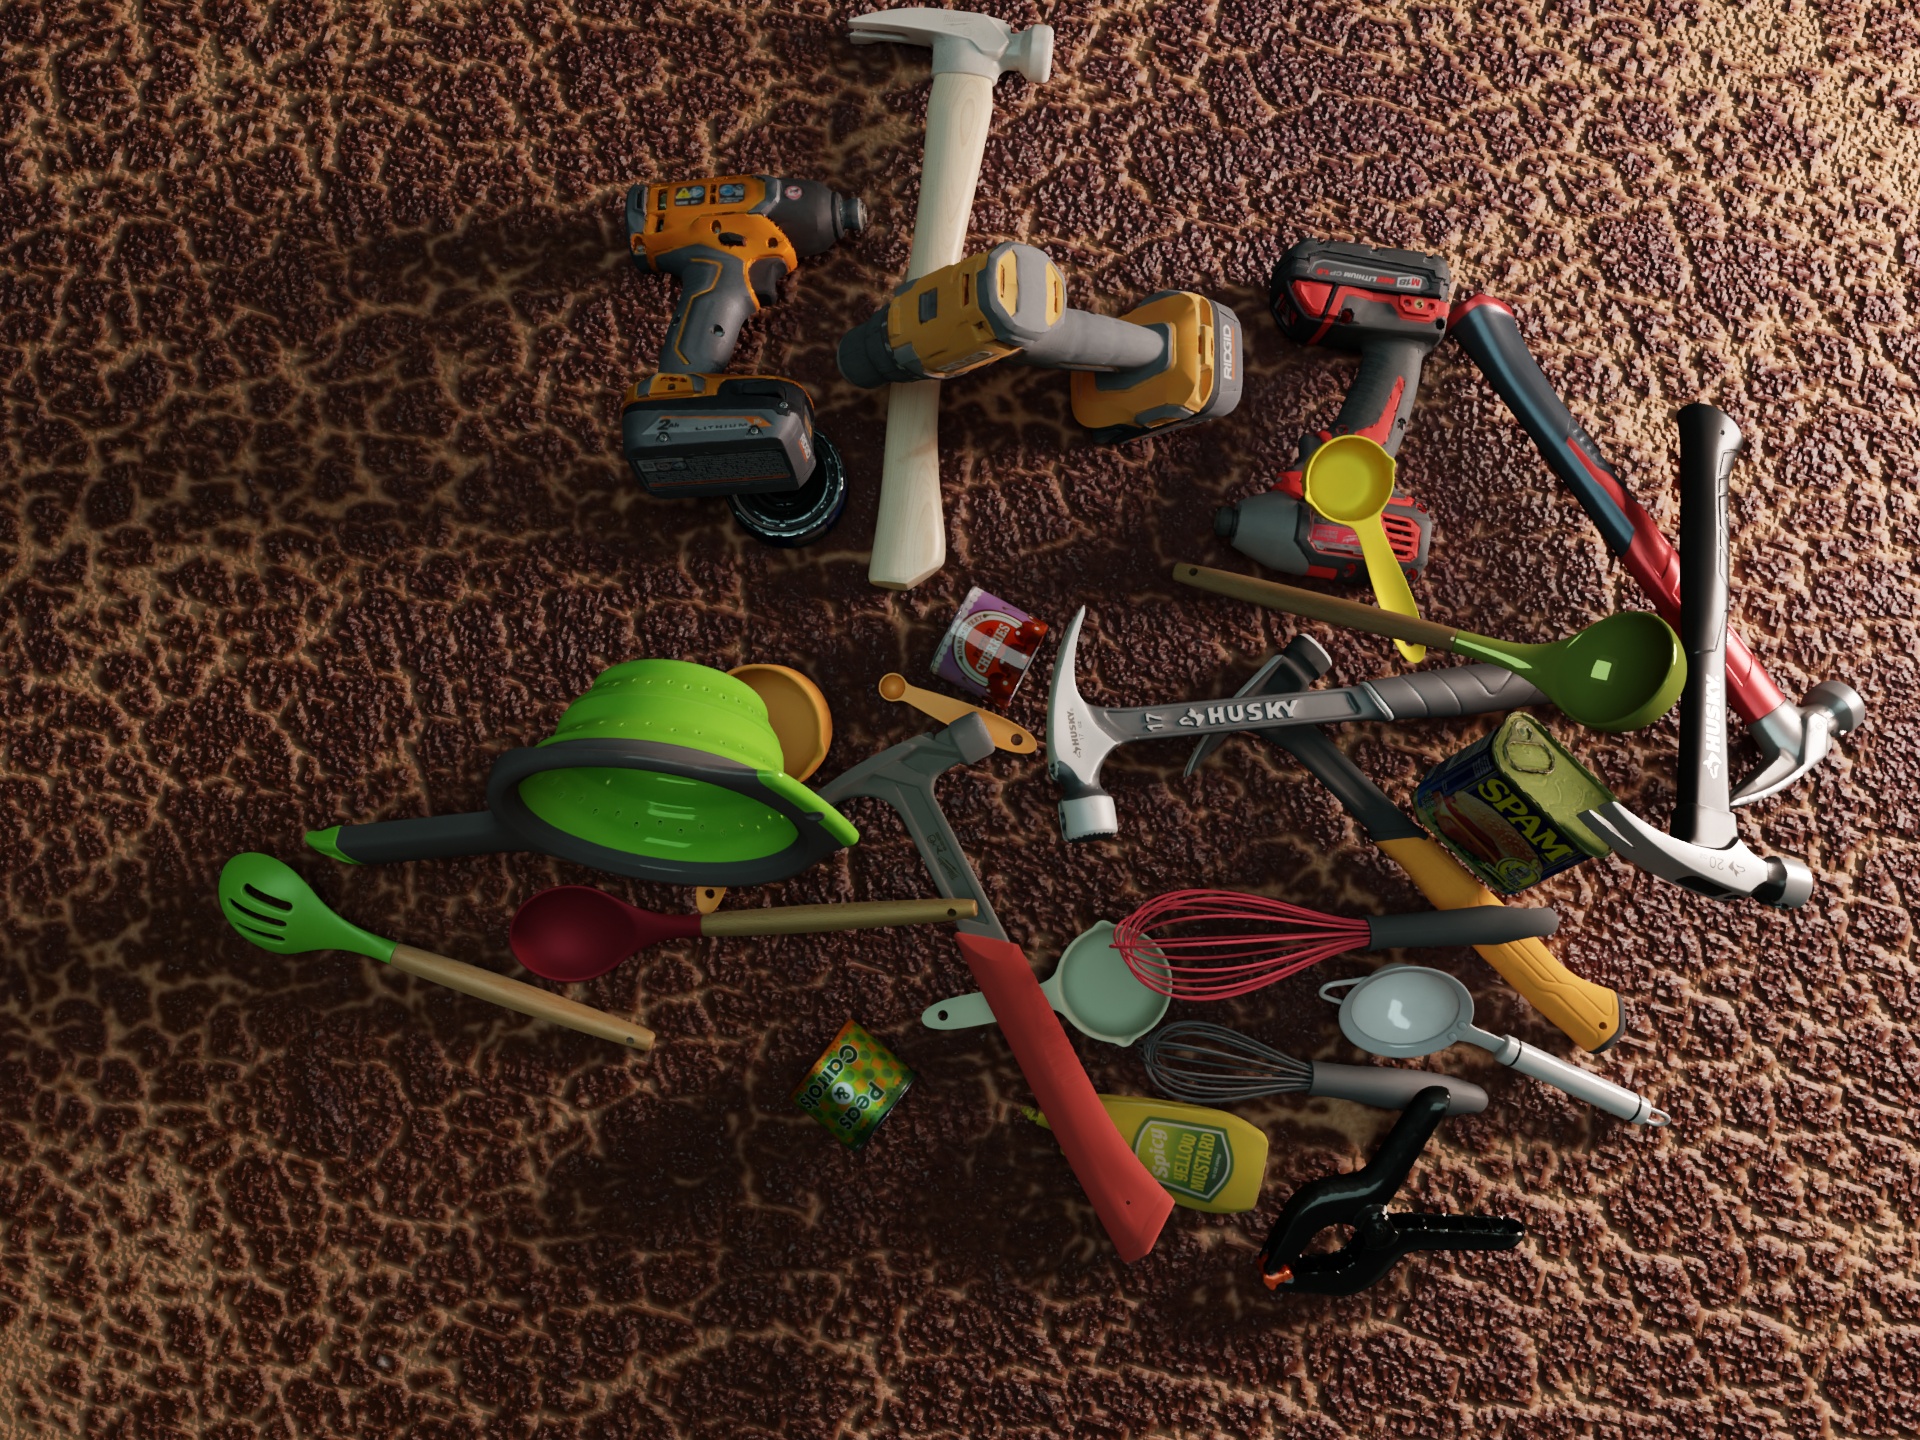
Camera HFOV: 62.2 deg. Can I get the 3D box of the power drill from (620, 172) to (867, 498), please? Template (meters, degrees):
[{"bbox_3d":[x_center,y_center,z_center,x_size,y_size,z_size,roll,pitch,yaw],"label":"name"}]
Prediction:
[{"bbox_3d":[-0.144,-0.268,1.066,0.164,0.084,0.227,-3,68,5],"label":"power drill"}]

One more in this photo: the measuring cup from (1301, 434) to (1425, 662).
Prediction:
[{"bbox_3d":[0.268,-0.111,1.038,0.062,0.029,0.156,-23,99,1],"label":"measuring cup"}]

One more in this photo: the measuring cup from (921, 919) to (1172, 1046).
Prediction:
[{"bbox_3d":[0.058,0.183,1.061,0.167,0.038,0.083,-12,82,5],"label":"measuring cup"}]

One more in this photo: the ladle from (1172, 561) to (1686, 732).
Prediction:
[{"bbox_3d":[0.283,-0.062,0.996,0.320,0.062,0.078,17,75,22],"label":"ladle"}]

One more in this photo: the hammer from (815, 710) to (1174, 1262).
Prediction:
[{"bbox_3d":[0.025,0.179,1.027,0.149,0.036,0.359,-29,75,4],"label":"hammer"}]

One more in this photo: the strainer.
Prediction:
[{"bbox_3d":[0.353,0.214,1.052,0.258,0.050,0.086,25,126,-3],"label":"strainer"}]

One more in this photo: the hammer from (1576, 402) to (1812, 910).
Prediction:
[{"bbox_3d":[0.472,-0.054,1.019,0.146,0.035,0.335,14,70,-12],"label":"hammer"}]

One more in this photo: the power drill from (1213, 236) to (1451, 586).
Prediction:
[{"bbox_3d":[0.253,-0.205,1.082,0.143,0.078,0.220,7,87,1],"label":"power drill"}]

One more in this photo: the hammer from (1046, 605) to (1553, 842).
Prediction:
[{"bbox_3d":[0.253,-0.015,1.045,0.409,0.036,0.149,-6,77,-11],"label":"hammer"}]

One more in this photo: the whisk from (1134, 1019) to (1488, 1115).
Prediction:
[{"bbox_3d":[0.232,0.234,1.047,0.239,0.055,0.055,8,84,-3],"label":"whisk"}]

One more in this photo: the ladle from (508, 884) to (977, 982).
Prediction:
[{"bbox_3d":[-0.144,0.132,1.041,0.315,0.031,0.069,-5,105,11],"label":"ladle"}]

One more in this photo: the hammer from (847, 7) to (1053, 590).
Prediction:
[{"bbox_3d":[-0.031,-0.296,1.111,0.146,0.038,0.411,7,84,3],"label":"hammer"}]

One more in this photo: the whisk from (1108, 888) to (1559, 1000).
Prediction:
[{"bbox_3d":[0.241,0.138,1.017,0.296,0.073,0.073,-3,84,-6],"label":"whisk"}]

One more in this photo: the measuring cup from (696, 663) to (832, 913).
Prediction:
[{"bbox_3d":[-0.142,0.045,1.071,0.095,0.052,0.173,19,98,7],"label":"measuring cup"}]

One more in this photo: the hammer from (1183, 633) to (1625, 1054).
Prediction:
[{"bbox_3d":[0.306,0.100,1.067,0.337,0.034,0.127,44,85,4],"label":"hammer"}]

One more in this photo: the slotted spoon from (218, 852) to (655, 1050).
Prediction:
[{"bbox_3d":[-0.354,0.163,1.065,0.313,0.031,0.070,19,112,-1],"label":"slotted spoon"}]

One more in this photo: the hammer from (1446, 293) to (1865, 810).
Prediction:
[{"bbox_3d":[0.442,-0.121,1.075,0.143,0.038,0.386,-31,82,-21],"label":"hammer"}]

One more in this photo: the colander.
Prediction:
[{"bbox_3d":[-0.253,0.034,1.011,0.397,0.204,0.095,-6,62,24],"label":"colander"}]

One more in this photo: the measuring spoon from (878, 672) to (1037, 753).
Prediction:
[{"bbox_3d":[-0.002,-0.003,1.094,0.117,0.011,0.021,23,84,-1],"label":"measuring spoon"}]

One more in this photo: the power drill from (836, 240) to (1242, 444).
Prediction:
[{"bbox_3d":[0.047,-0.237,1.031,0.226,0.185,0.084,4,84,-38],"label":"power drill"}]
